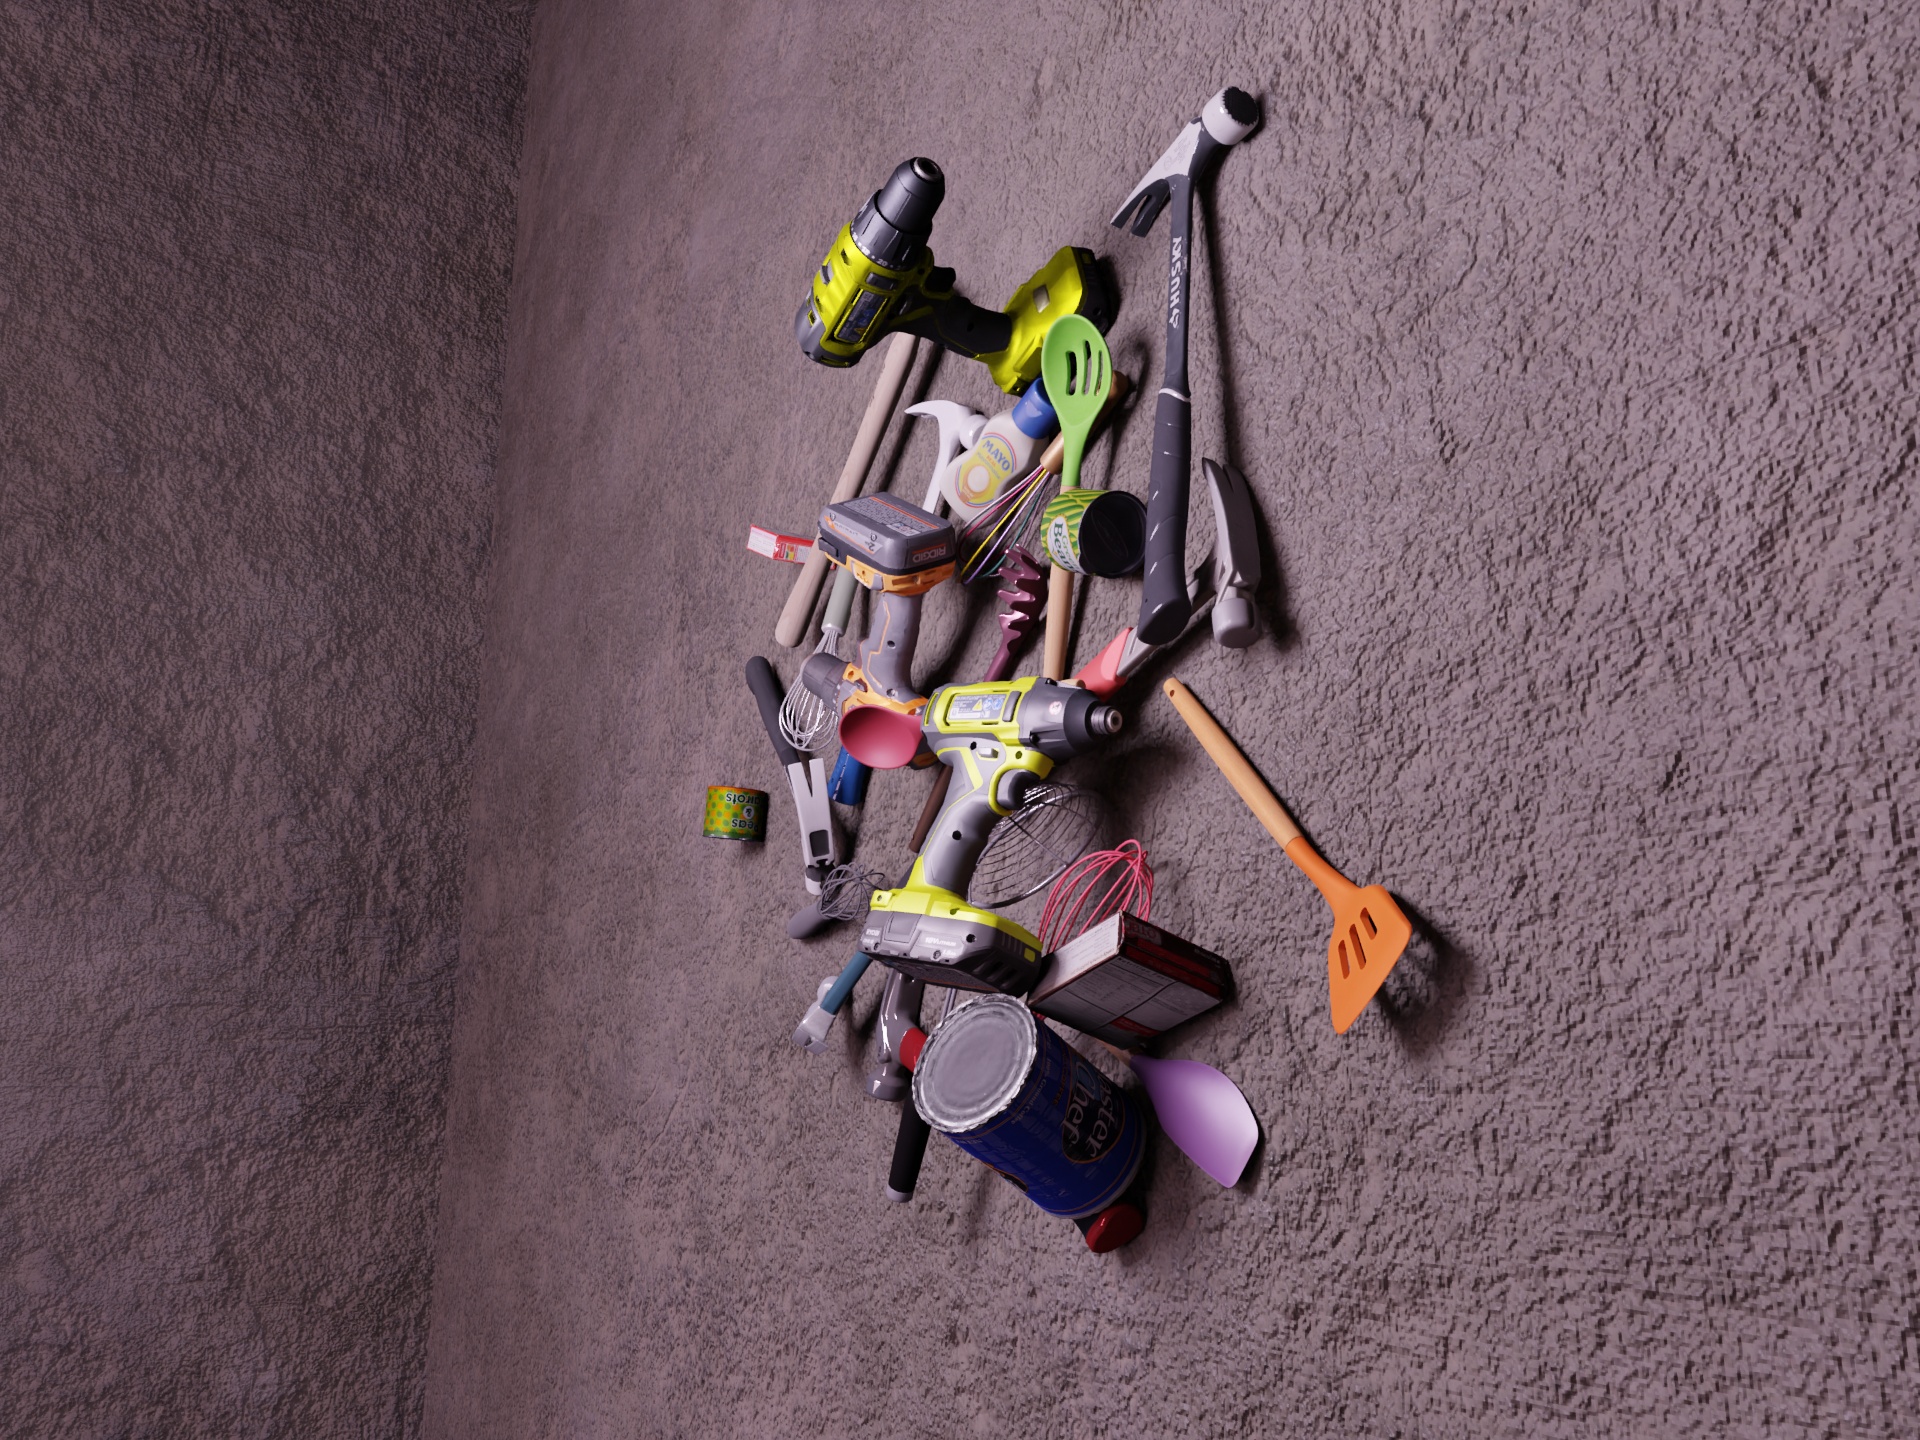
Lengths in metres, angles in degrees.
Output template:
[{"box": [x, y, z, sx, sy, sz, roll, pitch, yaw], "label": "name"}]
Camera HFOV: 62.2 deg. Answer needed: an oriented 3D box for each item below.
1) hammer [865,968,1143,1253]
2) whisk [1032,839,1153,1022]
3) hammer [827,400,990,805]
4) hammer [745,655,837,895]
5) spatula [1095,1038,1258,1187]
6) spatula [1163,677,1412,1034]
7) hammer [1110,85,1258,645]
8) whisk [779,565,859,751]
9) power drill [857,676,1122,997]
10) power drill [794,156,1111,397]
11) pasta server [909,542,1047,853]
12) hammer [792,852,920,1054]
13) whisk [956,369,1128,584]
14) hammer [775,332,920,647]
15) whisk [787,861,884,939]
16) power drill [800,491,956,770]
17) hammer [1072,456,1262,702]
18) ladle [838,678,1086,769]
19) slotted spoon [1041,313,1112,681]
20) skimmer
[{"box": [0.028, 0.299, 1.265, 0.387, 0.038, 0.143, 22, 100, 60], "label": "hammer"}, {"box": [0.060, 0.206, 1.174, 0.295, 0.073, 0.073, -62, 35, 24], "label": "whisk"}, {"box": [-0.061, -0.110, 1.527, 0.144, 0.035, 0.405, 45, 122, 55], "label": "hammer"}, {"box": [-0.185, 0.027, 1.684, 0.335, 0.035, 0.146, -118, 20, -52], "label": "hammer"}, {"box": [0.115, 0.231, 1.145, 0.316, 0.018, 0.060, 33, 99, 58], "label": "spatula"}, {"box": [0.197, 0.063, 1.018, 0.081, 0.041, 0.323, -63, 33, 25], "label": "spatula"}, {"box": [0.150, -0.246, 1.136, 0.149, 0.036, 0.409, -29, 51, 58], "label": "hammer"}, {"box": [-0.128, -0.082, 1.592, 0.058, 0.059, 0.246, 141, 146, -63], "label": "whisk"}, {"box": [0.022, 0.076, 1.134, 0.171, 0.080, 0.223, -1, 64, 45], "label": "power drill"}, {"box": [0.002, -0.347, 1.273, 0.190, 0.228, 0.080, -48, 44, 46], "label": "power drill"}, {"box": [0.008, -0.009, 1.377, 0.060, 0.040, 0.316, -104, 32, -55], "label": "pasta server"}, {"box": [-0.064, 0.180, 1.427, 0.331, 0.033, 0.128, -56, 2, 30], "label": "hammer"}, {"box": [0.064, -0.199, 1.326, 0.245, 0.047, 0.051, -50, 54, 38], "label": "whisk"}, {"box": [-0.106, -0.243, 1.587, 0.146, 0.038, 0.410, -87, 20, -60], "label": "hammer"}, {"box": [-0.129, 0.183, 1.560, 0.239, 0.055, 0.055, 140, 131, -61], "label": "whisk"}, {"box": [-0.082, -0.087, 1.439, 0.185, 0.084, 0.226, 30, 129, 42], "label": "power drill"}, {"box": [0.103, -0.037, 1.196, 0.359, 0.036, 0.149, -46, 37, 47], "label": "hammer"}, {"box": [-0.002, -0.004, 1.289, 0.315, 0.069, 0.031, -13, 31, 54], "label": "ladle"}, {"box": [0.084, -0.160, 1.261, 0.070, 0.031, 0.313, 13, 103, 42], "label": "slotted spoon"}, {"box": [0.022, 0.218, 1.242, 0.127, 0.090, 0.363, -120, 42, -71], "label": "skimmer"}]
